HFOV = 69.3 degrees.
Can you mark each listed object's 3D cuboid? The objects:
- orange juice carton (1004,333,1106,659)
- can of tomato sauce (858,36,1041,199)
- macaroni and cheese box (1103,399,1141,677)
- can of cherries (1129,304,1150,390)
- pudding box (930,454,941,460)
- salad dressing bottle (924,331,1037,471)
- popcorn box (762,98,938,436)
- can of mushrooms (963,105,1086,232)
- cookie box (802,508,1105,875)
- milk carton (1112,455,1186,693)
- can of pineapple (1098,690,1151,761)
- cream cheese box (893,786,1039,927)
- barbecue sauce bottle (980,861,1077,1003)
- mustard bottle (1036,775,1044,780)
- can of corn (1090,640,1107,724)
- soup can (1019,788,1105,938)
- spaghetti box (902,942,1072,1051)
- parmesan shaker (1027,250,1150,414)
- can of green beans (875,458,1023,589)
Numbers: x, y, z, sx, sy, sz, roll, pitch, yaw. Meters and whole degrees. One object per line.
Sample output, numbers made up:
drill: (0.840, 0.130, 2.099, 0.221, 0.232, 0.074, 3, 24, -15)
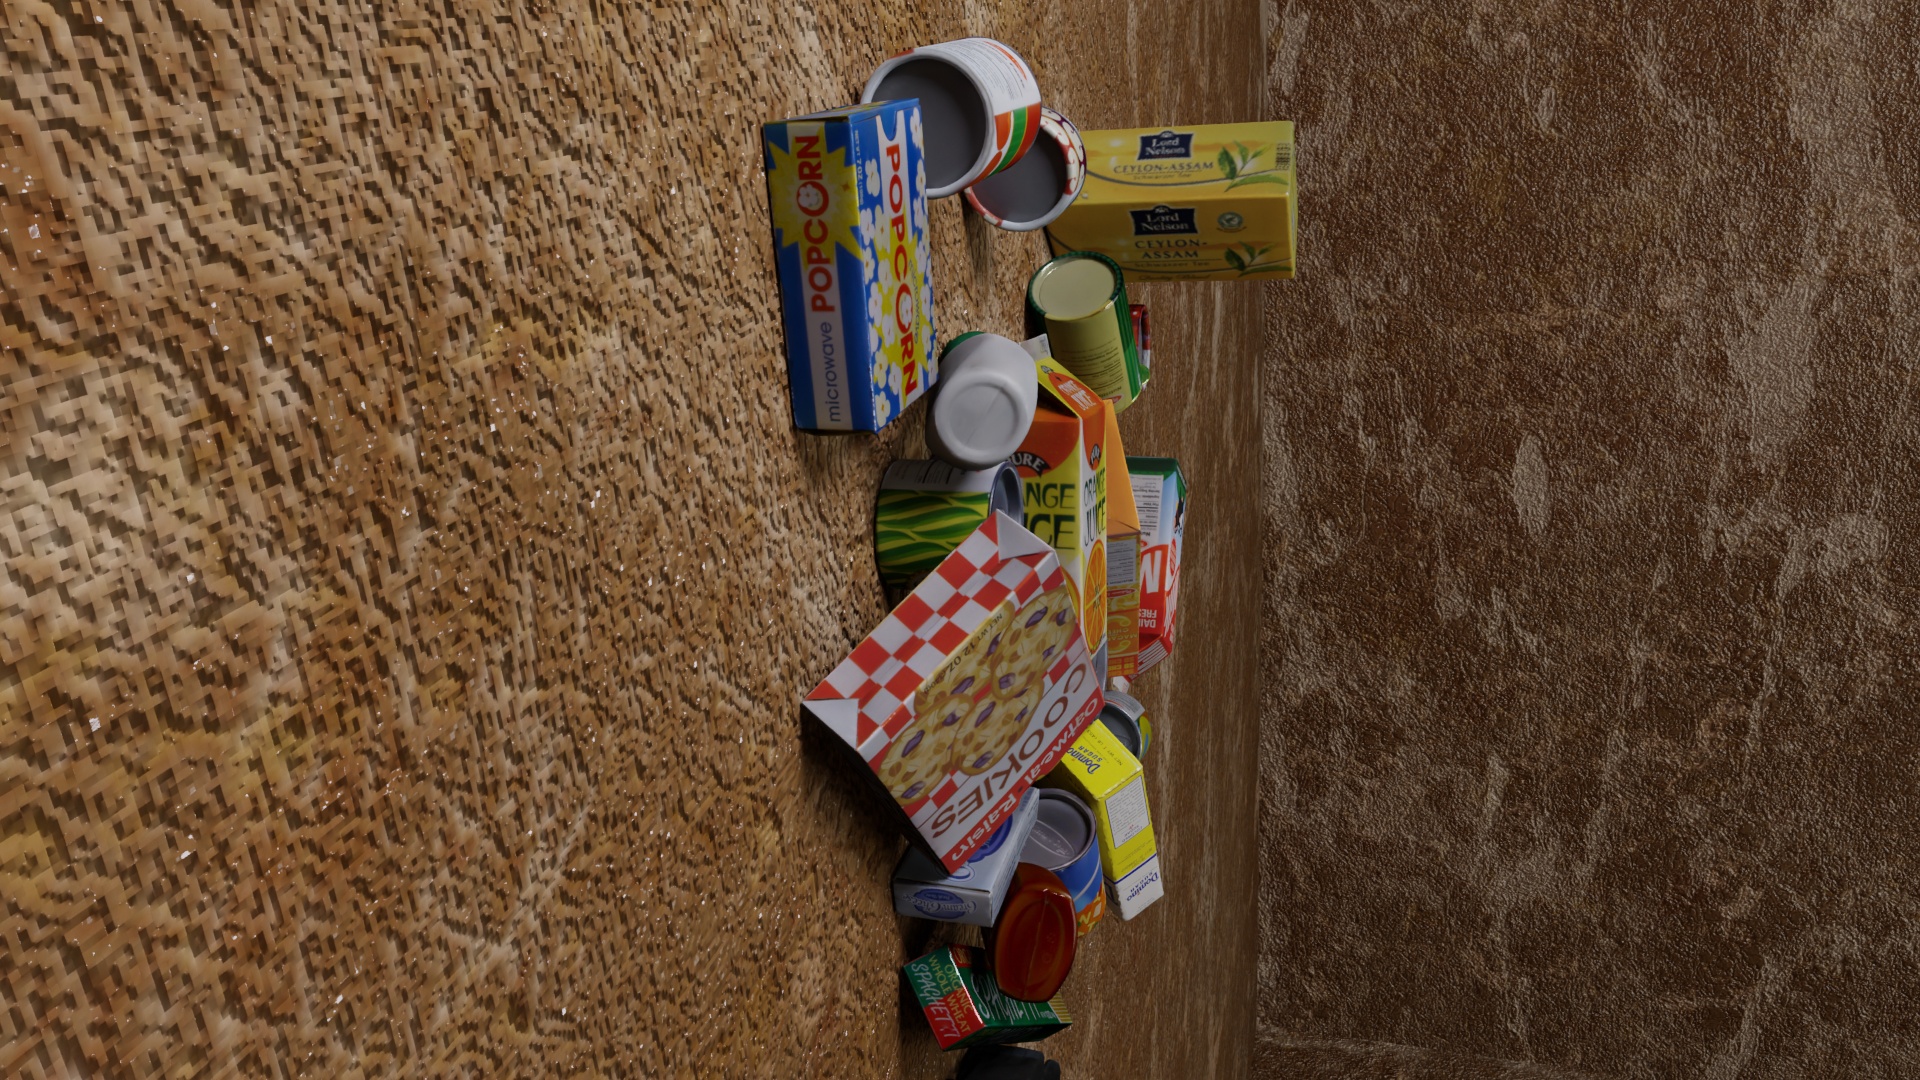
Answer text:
orange juice carton: (0.045, -0.024, 0.823, 0.072, 0.073, 0.192, -33, 123, -70)
can of tomato sauce: (-0.005, -0.196, 0.648, 0.083, 0.071, 0.071, -52, 141, -62)
macaroni and cheese box: (0.099, 0.002, 0.987, 0.165, 0.040, 0.124, 82, 1, -51)
can of cherries: (0.110, -0.148, 1.050, 0.071, 0.058, 0.071, 1, 91, -74)
pudding box: (0.003, -0.010, 0.759, 0.050, 0.030, 0.083, -64, 152, -50)
salad dressing bottle: (0.009, -0.076, 0.688, 0.064, 0.044, 0.148, -57, -170, 14)
popcorn box: (-0.042, -0.115, 0.580, 0.085, 0.038, 0.126, -50, 139, -62)
can of mushrooms: (0.034, -0.210, 0.776, 0.034, 0.071, 0.070, -57, 146, -58)
cookie box: (0.006, 0.079, 0.661, 0.123, 0.040, 0.166, -45, 149, -14)
milk carton: (0.141, 0.031, 1.150, 0.072, 0.073, 0.191, 47, 48, -68)
can of pineapple: (0.113, 0.156, 1.090, 0.058, 0.071, 0.071, -10, 102, -73)
cream cheese box: (0.005, 0.165, 0.751, 0.104, 0.053, 0.024, -53, 144, -62)
barbecue sauce bottle: (0.034, 0.213, 0.794, 0.148, 0.044, 0.065, 152, -49, -85)
mustard bottle: (0.039, 0.111, 0.840, 0.049, 0.065, 0.160, -57, 166, 1)
can of corn: (0.064, 0.087, 0.926, 0.071, 0.058, 0.071, 1, 91, -74)
soup can: (0.059, 0.218, 0.920, 0.072, 0.071, 0.083, -70, 156, -46)
spaghetti box: (0.022, 0.273, 0.829, 0.050, 0.028, 0.249, 62, 5, 23)
parmesan shaker: (0.090, -0.142, 0.960, 0.102, 0.071, 0.071, 69, 28, -53)
can of green beans: (-0.005, -0.007, 0.686, 0.071, 0.058, 0.071, 1, 91, -73)
